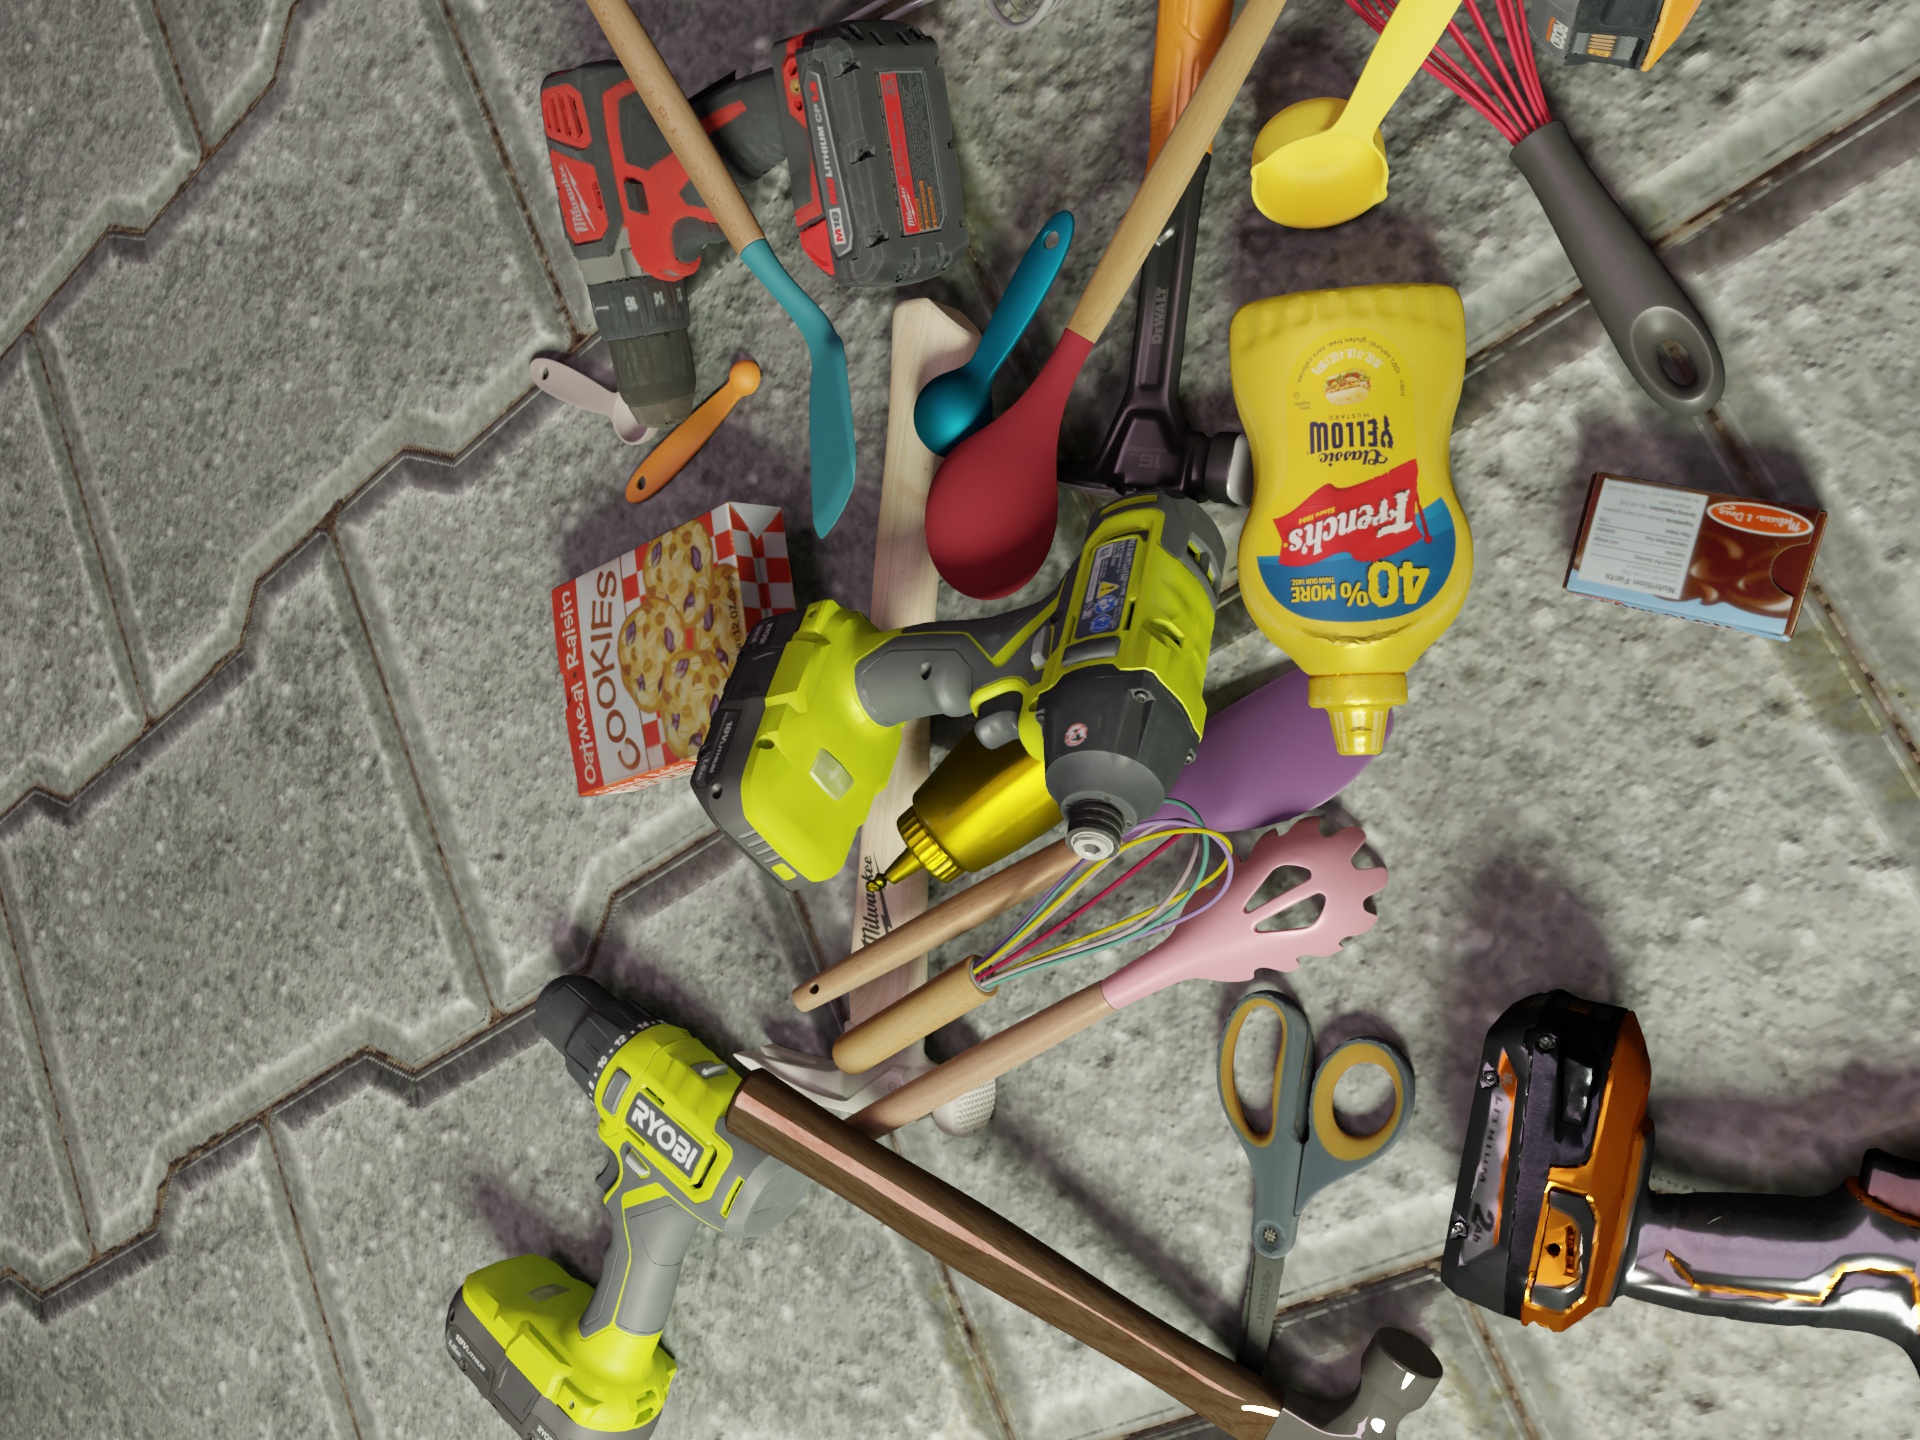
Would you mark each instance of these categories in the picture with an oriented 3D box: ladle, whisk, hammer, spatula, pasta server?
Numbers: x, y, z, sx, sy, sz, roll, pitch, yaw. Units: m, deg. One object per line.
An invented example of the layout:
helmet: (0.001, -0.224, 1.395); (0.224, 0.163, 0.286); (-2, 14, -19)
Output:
ladle: (0.068, -0.195, 0.711); (0.069, 0.031, 0.315); (34, 105, 19)
whisk: (0.022, 0.104, 0.718); (0.245, 0.047, 0.051); (-36, 73, 33)
whisk: (0.222, -0.250, 0.639); (0.073, 0.073, 0.296); (-32, 80, 28)
hammer: (0.036, 0.256, 0.720); (0.331, 0.031, 0.130); (27, 106, 14)
hammer: (0.095, -0.270, 0.729); (0.127, 0.034, 0.337); (10, 95, 31)
spatula: (-0.118, -0.238, 0.738); (0.317, 0.044, 0.082); (60, 160, 3)
spatula: (0.052, 0.064, 0.735); (0.316, 0.018, 0.060); (-29, 71, 17)
pasta server: (0.049, 0.137, 0.731); (0.316, 0.040, 0.060); (-33, 77, 21)
hammer: (-0.039, -0.005, 0.811); (0.146, 0.038, 0.410); (5, 92, 33)

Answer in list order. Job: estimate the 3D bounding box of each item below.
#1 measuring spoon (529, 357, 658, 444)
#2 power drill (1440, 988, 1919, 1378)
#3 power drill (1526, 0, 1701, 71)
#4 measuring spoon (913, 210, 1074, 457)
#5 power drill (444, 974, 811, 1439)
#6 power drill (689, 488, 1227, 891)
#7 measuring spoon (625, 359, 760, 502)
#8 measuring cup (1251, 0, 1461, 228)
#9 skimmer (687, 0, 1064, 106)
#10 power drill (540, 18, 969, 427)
measuring spoon: (-0.214, -0.192, 0.937); (0.124, 0.018, 0.034); (29, 111, 36)
power drill: (0.304, 0.168, 0.571); (0.226, 0.084, 0.164); (12, 96, 27)
power drill: (0.318, -0.255, 0.546); (0.226, 0.084, 0.185); (15, 99, 15)
measuring spoon: (0.014, -0.182, 0.744); (0.042, 0.021, 0.128); (42, 112, 27)
power drill: (-0.198, 0.273, 0.887); (0.191, 0.080, 0.228); (32, 104, 28)
power drill: (-0.001, -0.002, 0.683); (0.223, 0.080, 0.171); (-13, 44, 33)
measuring spoon: (-0.154, -0.162, 0.897); (0.117, 0.011, 0.021); (-39, 70, 26)
measuring cup: (0.164, -0.260, 0.636); (0.156, 0.062, 0.029); (120, 155, -61)
skimmer: (-0.079, -0.357, 0.805); (0.363, 0.090, 0.127); (-16, 84, 31)
power drill: (-0.112, -0.248, 0.807); (0.227, 0.080, 0.187); (3, 111, 34)
